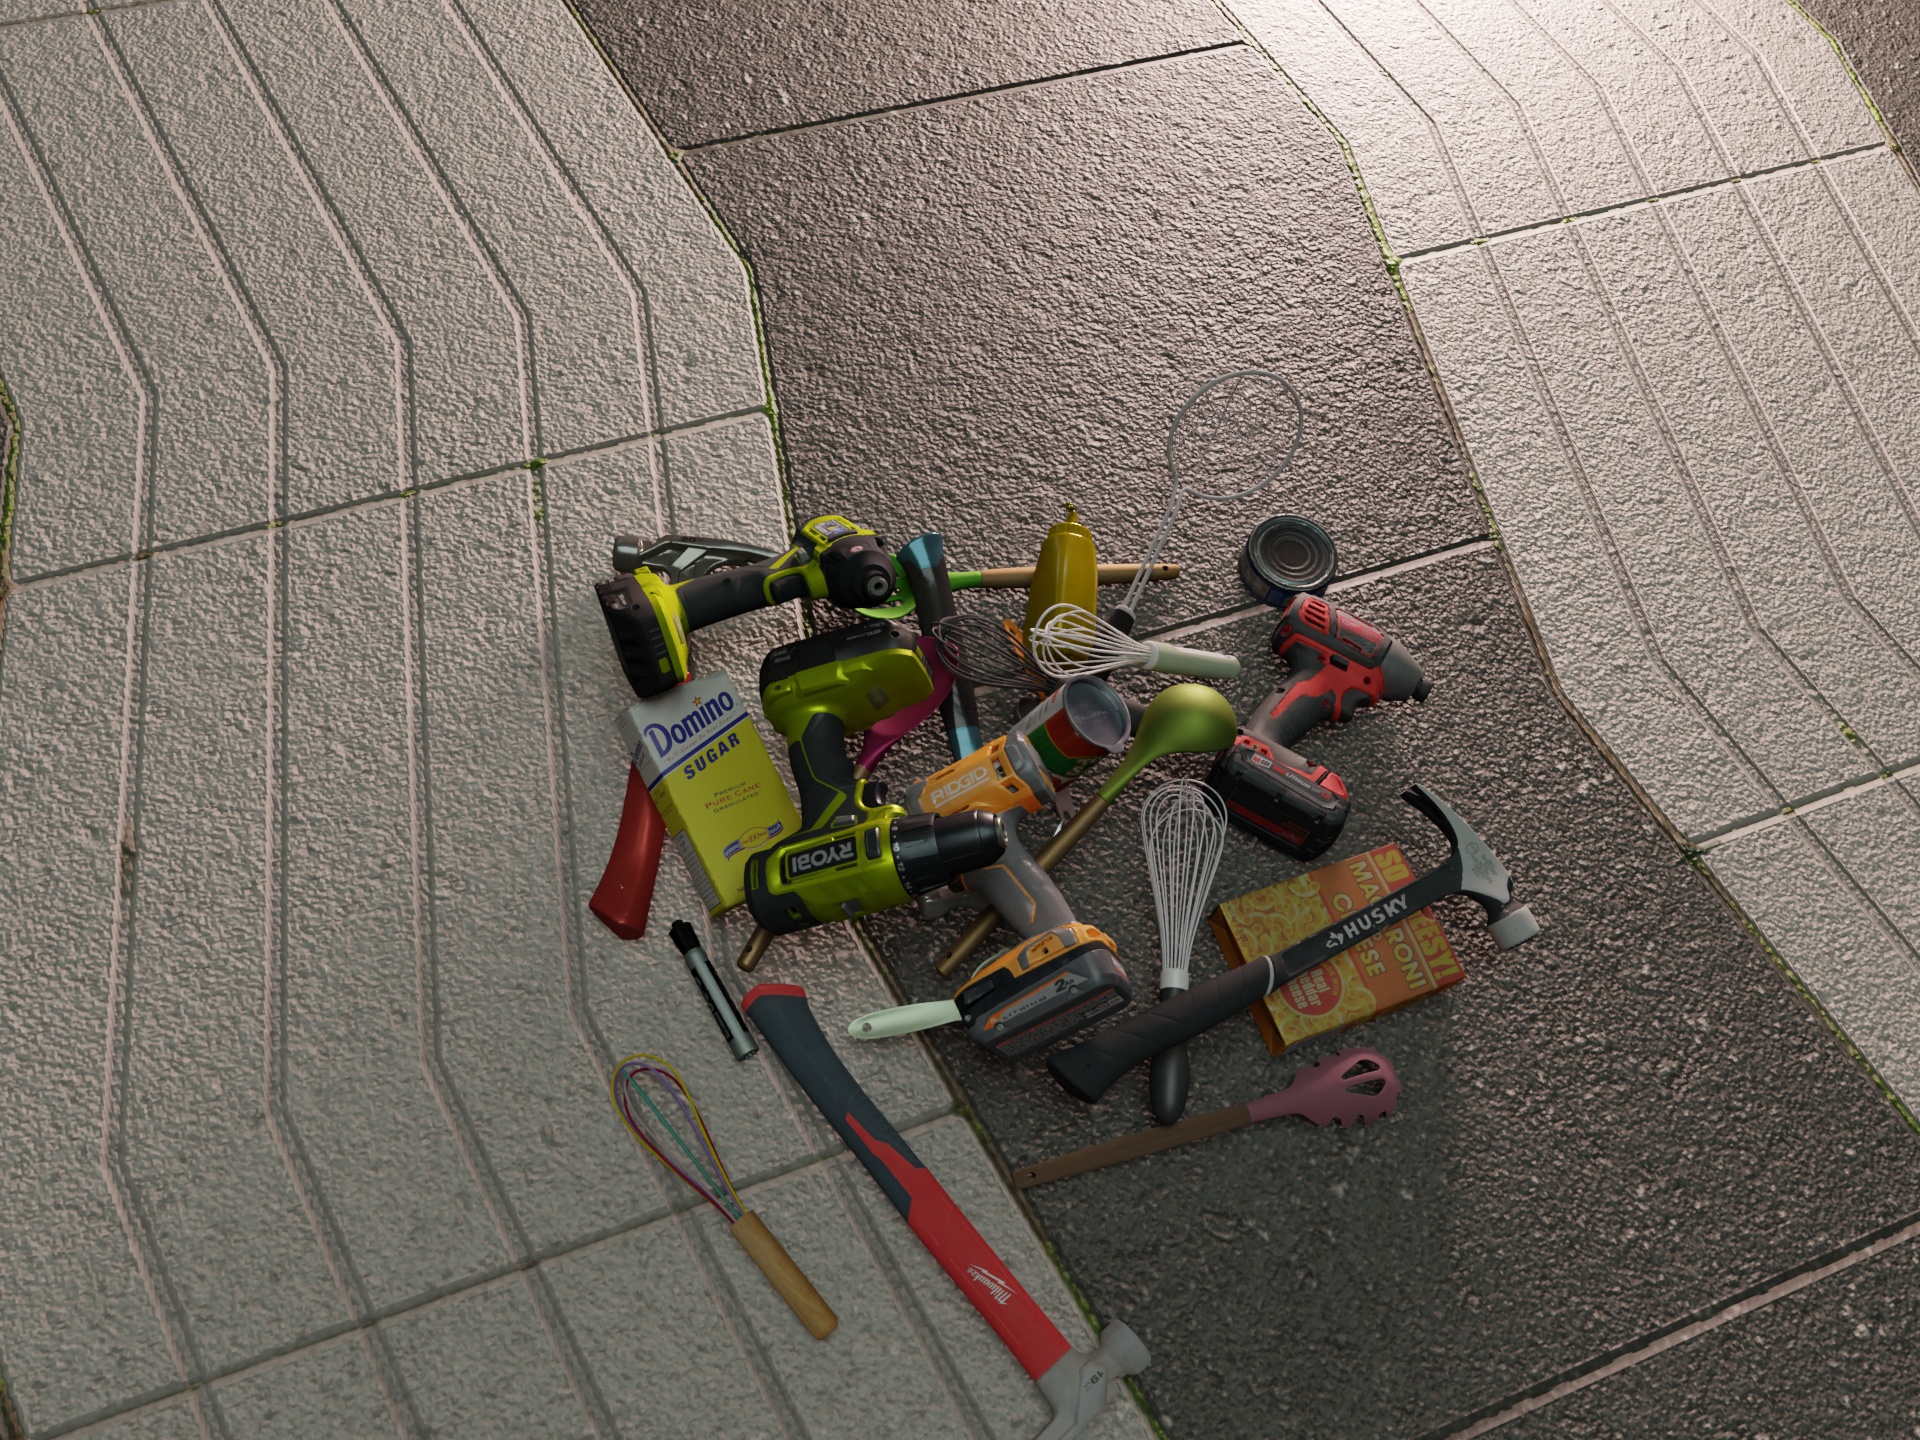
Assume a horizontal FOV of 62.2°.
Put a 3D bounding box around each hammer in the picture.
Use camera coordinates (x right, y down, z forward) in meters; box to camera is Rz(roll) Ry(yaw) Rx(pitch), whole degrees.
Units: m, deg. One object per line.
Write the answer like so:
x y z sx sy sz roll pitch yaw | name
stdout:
-0.236 0.005 1.303 0.149 0.036 0.359 6 62 -4 | hammer
0.247 0.181 1.213 0.409 0.036 0.149 -23 75 -18 | hammer
-0.044 0.352 1.148 0.143 0.038 0.386 -36 73 -20 | hammer
-0.002 -0.004 1.320 0.128 0.033 0.331 -8 71 -12 | hammer

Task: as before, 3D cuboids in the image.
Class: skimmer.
0.188 -0.143 1.380 0.090 0.127 0.363 6 62 48 | skimmer

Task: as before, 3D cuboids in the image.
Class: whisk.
-0.169 0.338 1.139 0.047 0.051 0.245 -35 75 -27 | whisk
0.168 0.174 1.247 0.070 0.070 0.285 9 63 -2 | whisk
0.149 -0.056 1.316 0.246 0.058 0.059 6 95 -41 | whisk
0.078 -0.030 1.303 0.238 0.055 0.055 23 60 -23 | whisk

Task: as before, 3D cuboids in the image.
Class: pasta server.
0.191 0.307 1.207 0.316 0.040 0.060 -14 66 -9 | pasta server

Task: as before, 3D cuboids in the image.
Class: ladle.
0.099 0.089 1.261 0.320 0.062 0.078 -46 44 -10 | ladle

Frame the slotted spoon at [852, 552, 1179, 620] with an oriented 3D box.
0.043 -0.124 1.407 0.313 0.031 0.070 -4 66 -11 | slotted spoon

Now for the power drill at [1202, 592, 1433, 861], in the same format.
0.306 0.002 1.348 0.143 0.078 0.220 29 61 7 | power drill

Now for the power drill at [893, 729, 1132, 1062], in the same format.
0.009 0.138 1.191 0.185 0.084 0.226 -28 60 8 | power drill

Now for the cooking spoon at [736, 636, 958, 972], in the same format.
-0.089 0.059 1.248 0.069 0.017 0.319 17 62 26 | cooking spoon

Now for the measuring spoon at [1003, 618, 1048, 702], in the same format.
0.059 -0.043 1.367 0.021 0.011 0.117 9 44 -39 | measuring spoon

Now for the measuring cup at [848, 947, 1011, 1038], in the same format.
-0.004 0.227 1.218 0.167 0.038 0.083 -9 65 -9 | measuring cup

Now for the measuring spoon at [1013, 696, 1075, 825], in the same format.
0.070 0.039 1.334 0.034 0.018 0.124 -1 65 -42 | measuring spoon

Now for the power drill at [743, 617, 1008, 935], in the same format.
-0.067 0.039 1.193 0.190 0.080 0.229 -16 53 11 | power drill

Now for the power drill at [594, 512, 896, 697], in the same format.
-0.166 -0.098 1.261 0.223 0.171 0.080 -20 112 -13 | power drill
